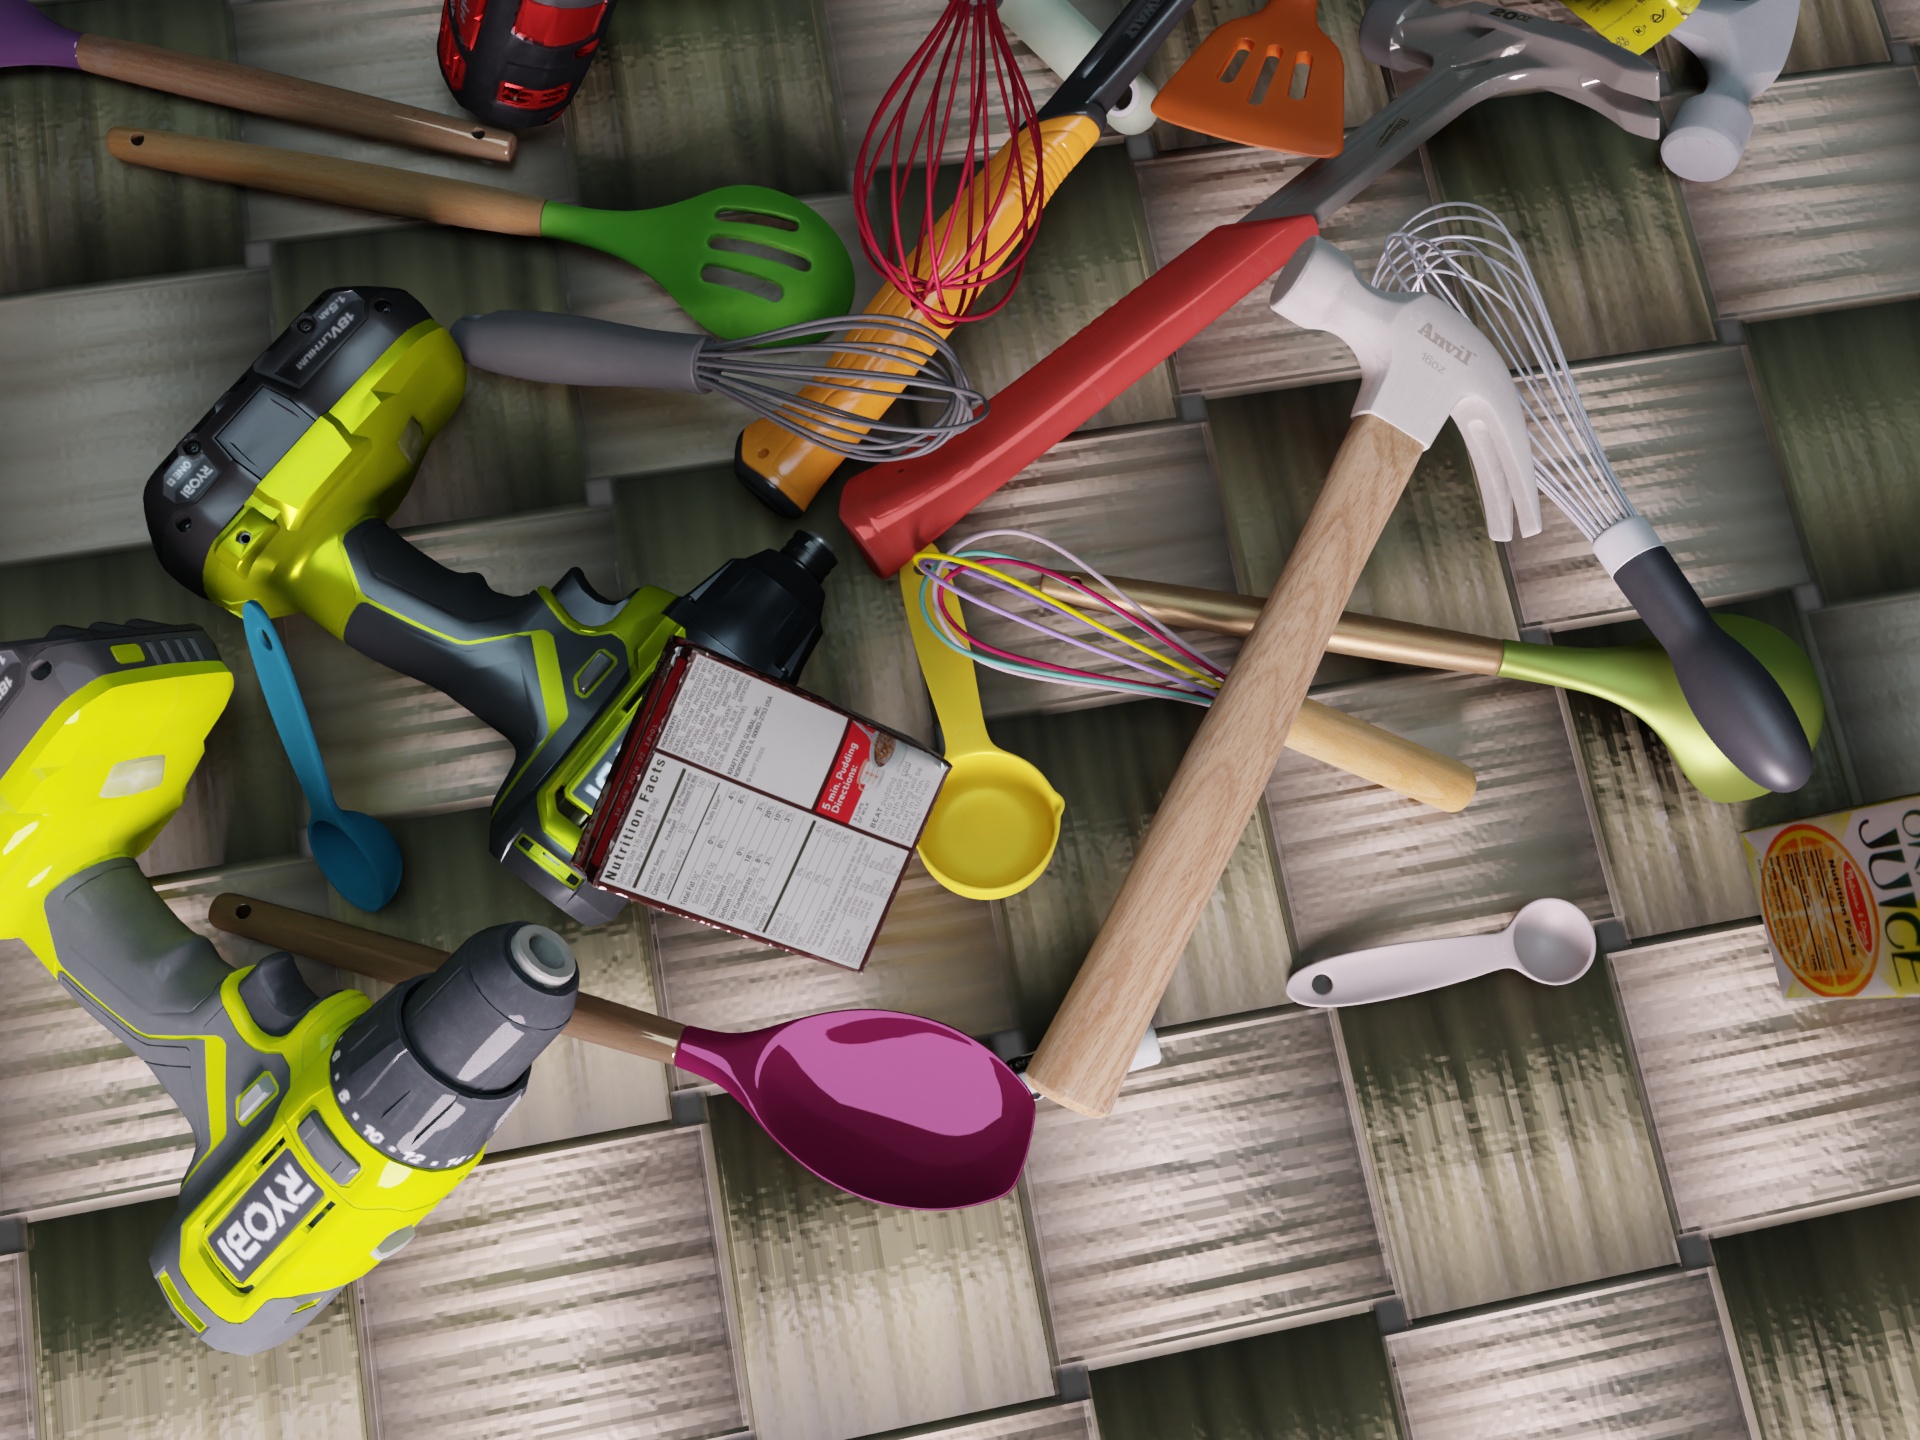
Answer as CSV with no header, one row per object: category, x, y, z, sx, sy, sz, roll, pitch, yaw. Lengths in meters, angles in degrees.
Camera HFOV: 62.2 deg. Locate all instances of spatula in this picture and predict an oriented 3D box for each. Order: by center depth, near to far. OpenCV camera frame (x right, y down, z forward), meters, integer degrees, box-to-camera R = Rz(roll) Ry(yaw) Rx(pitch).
spatula,-0.342,-0.278,0.669,0.316,0.018,0.060,13,77,-1
spatula,0.167,-0.382,0.684,0.081,0.041,0.323,18,82,9

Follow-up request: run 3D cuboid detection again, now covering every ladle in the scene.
ladle,0.190,-0.027,0.653,0.320,0.062,0.078,10,76,4

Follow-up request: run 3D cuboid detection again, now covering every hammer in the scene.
hammer,0.114,-0.006,0.597,0.130,0.031,0.331,27,86,-12
hammer,0.030,-0.215,0.639,0.127,0.034,0.337,38,89,33
hammer,0.104,-0.175,0.649,0.359,0.036,0.149,-39,48,-7
hammer,0.195,-0.396,0.729,0.405,0.035,0.144,27,77,2

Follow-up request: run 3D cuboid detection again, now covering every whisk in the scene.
whisk,-0.101,-0.135,0.613,0.239,0.055,0.055,11,76,21
whisk,0.004,-0.273,0.623,0.073,0.073,0.296,7,62,-3
whisk,0.247,-0.094,0.628,0.070,0.070,0.285,-22,66,-9
whisk,0.094,-0.015,0.628,0.245,0.047,0.051,22,52,-7
whisk,-0.004,-0.347,0.701,0.246,0.059,0.057,45,115,2

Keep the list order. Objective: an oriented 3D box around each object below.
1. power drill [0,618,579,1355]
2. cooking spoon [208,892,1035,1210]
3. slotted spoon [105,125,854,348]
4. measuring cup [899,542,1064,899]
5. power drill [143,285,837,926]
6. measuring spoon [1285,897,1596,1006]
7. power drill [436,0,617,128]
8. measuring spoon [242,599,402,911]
power drill,-0.246,0.076,0.540,0.190,0.080,0.228,-45,82,19
cooking spoon,-0.128,0.113,0.591,0.319,0.017,0.069,16,68,3
slotted spoon,-0.199,-0.212,0.663,0.313,0.031,0.070,10,81,-1
measuring cup,-0.001,-0.002,0.639,0.062,0.029,0.157,-13,67,-3
power drill,-0.171,-0.054,0.608,0.223,0.080,0.171,37,78,0
measuring spoon,0.190,0.097,0.636,0.124,0.018,0.034,-10,79,0
power drill,-0.193,-0.370,0.638,0.078,0.143,0.220,-14,77,-33
measuring spoon,-0.230,0.012,0.581,0.042,0.128,0.021,12,34,35
